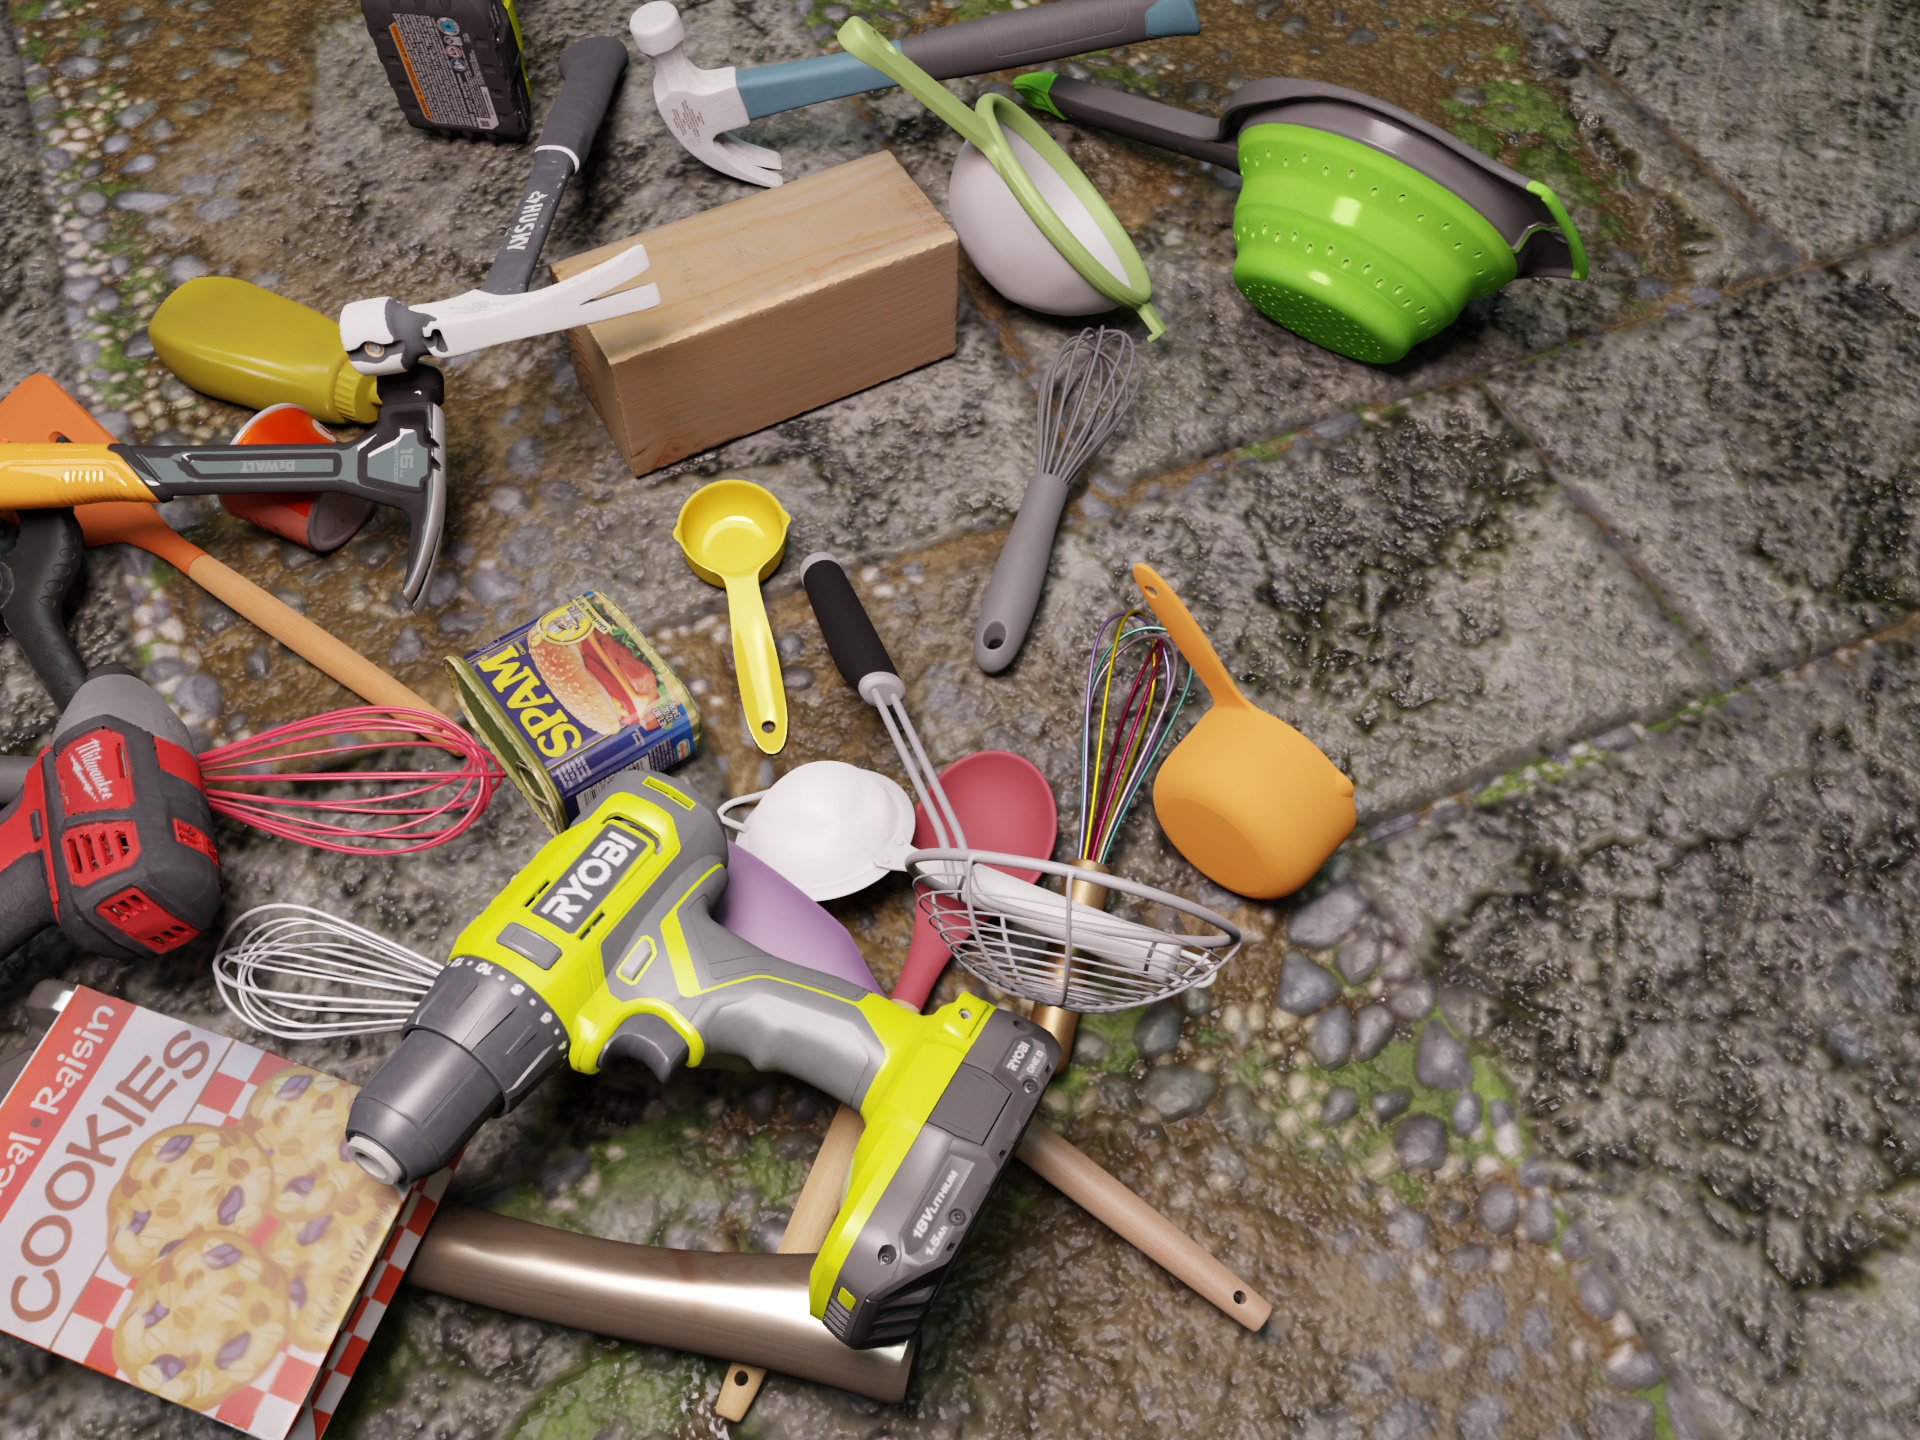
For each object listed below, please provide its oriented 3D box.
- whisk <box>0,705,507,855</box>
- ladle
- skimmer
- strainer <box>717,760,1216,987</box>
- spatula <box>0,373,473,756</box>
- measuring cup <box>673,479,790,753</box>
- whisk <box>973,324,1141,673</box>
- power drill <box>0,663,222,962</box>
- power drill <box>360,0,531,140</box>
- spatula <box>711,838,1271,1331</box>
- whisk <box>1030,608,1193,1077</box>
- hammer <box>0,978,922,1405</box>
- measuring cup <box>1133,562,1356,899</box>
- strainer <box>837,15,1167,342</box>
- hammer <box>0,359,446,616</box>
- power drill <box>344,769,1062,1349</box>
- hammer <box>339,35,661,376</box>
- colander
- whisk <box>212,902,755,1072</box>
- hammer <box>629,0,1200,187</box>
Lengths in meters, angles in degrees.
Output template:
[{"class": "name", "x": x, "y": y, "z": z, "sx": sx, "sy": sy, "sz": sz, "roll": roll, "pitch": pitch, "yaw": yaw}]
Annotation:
[{"class": "whisk", "x": -0.359, "y": 0.029, "z": 0.747, "sx": 0.296, "sy": 0.073, "sz": 0.073, "roll": -1, "pitch": 58, "yaw": 3}, {"class": "ladle", "x": -0.033, "y": 0.149, "z": 0.700, "sx": 0.069, "sy": 0.031, "sz": 0.316, "roll": 17, "pitch": 61, "yaw": 14}, {"class": "skimmer", "x": -0.001, "y": -0.002, "z": 0.697, "sx": 0.127, "sy": 0.090, "sz": 0.364, "roll": 23, "pitch": 23, "yaw": -33}, {"class": "strainer", "x": -0.006, "y": 0.066, "z": 0.711, "sx": 0.258, "sy": 0.050, "sz": 0.087, "roll": 19, "pitch": 49, "yaw": 22}, {"class": "spatula", "x": -0.378, "y": -0.070, "z": 0.815, "sx": 0.323, "sy": 0.041, "sz": 0.081, "roll": 31, "pitch": 82, "yaw": 15}, {"class": "measuring cup", "x": -0.111, "y": -0.052, "z": 0.830, "sx": 0.062, "sy": 0.029, "sz": 0.157, "roll": -10, "pitch": 71, "yaw": -8}, {"class": "whisk", "x": 0.051, "y": -0.125, "z": 0.867, "sx": 0.055, "sy": 0.055, "sz": 0.239, "roll": 16, "pitch": 63, "yaw": 7}, {"class": "power drill", "x": -0.426, "y": 0.068, "z": 0.675, "sx": 0.219, "sy": 0.078, "sz": 0.143, "roll": -27, "pitch": 56, "yaw": -3}, {"class": "power drill", "x": -0.302, "y": -0.491, "z": 1.019, "sx": 0.080, "sy": 0.171, "sz": 0.223, "roll": 6, "pitch": 66, "yaw": 2}, {"class": "spatula", "x": -0.005, "y": 0.155, "z": 0.676, "sx": 0.316, "sy": 0.018, "sz": 0.060, "roll": 35, "pitch": 70, "yaw": 13}, {"class": "whisk", "x": 0.068, "y": 0.053, "z": 0.759, "sx": 0.051, "sy": 0.047, "sz": 0.245, "roll": 13, "pitch": 63, "yaw": 5}, {"class": "hammer", "x": -0.219, "y": 0.215, "z": 0.634, "sx": 0.410, "sy": 0.038, "sz": 0.146, "roll": 11, "pitch": 60, "yaw": 8}, {"class": "measuring cup", "x": 0.110, "y": 0.010, "z": 0.720, "sx": 0.052, "sy": 0.173, "sz": 0.095, "roll": -46, "pitch": 26, "yaw": -22}, {"class": "strainer", "x": 0.008, "y": -0.298, "z": 0.893, "sx": 0.069, "sy": 0.256, "sz": 0.152, "roll": -37, "pitch": 54, "yaw": 26}, {"class": "hammer", "x": -0.425, "y": -0.112, "z": 0.776, "sx": 0.337, "sy": 0.034, "sz": 0.127, "roll": -2, "pitch": 76, "yaw": -7}, {"class": "power drill", "x": -0.095, "y": 0.136, "z": 0.610, "sx": 0.228, "sy": 0.080, "sz": 0.191, "roll": 28, "pitch": 49, "yaw": 10}, {"class": "hammer", "x": -0.229, "y": -0.314, "z": 0.907, "sx": 0.149, "sy": 0.036, "sz": 0.409, "roll": -9, "pitch": 40, "yaw": 4}, {"class": "colander", "x": 0.166, "y": -0.304, "z": 0.951, "sx": 0.397, "sy": 0.204, "sz": 0.094, "roll": 32, "pitch": 96, "yaw": 34}, {"class": "whisk", "x": -0.206, "y": 0.125, "z": 0.699, "sx": 0.246, "sy": 0.058, "sz": 0.059, "roll": 9, "pitch": 92, "yaw": -1}, {"class": "hammer", "x": -0.021, "y": -0.402, "z": 0.962, "sx": 0.331, "sy": 0.128, "sz": 0.033, "roll": -9, "pitch": 59, "yaw": 5}]
